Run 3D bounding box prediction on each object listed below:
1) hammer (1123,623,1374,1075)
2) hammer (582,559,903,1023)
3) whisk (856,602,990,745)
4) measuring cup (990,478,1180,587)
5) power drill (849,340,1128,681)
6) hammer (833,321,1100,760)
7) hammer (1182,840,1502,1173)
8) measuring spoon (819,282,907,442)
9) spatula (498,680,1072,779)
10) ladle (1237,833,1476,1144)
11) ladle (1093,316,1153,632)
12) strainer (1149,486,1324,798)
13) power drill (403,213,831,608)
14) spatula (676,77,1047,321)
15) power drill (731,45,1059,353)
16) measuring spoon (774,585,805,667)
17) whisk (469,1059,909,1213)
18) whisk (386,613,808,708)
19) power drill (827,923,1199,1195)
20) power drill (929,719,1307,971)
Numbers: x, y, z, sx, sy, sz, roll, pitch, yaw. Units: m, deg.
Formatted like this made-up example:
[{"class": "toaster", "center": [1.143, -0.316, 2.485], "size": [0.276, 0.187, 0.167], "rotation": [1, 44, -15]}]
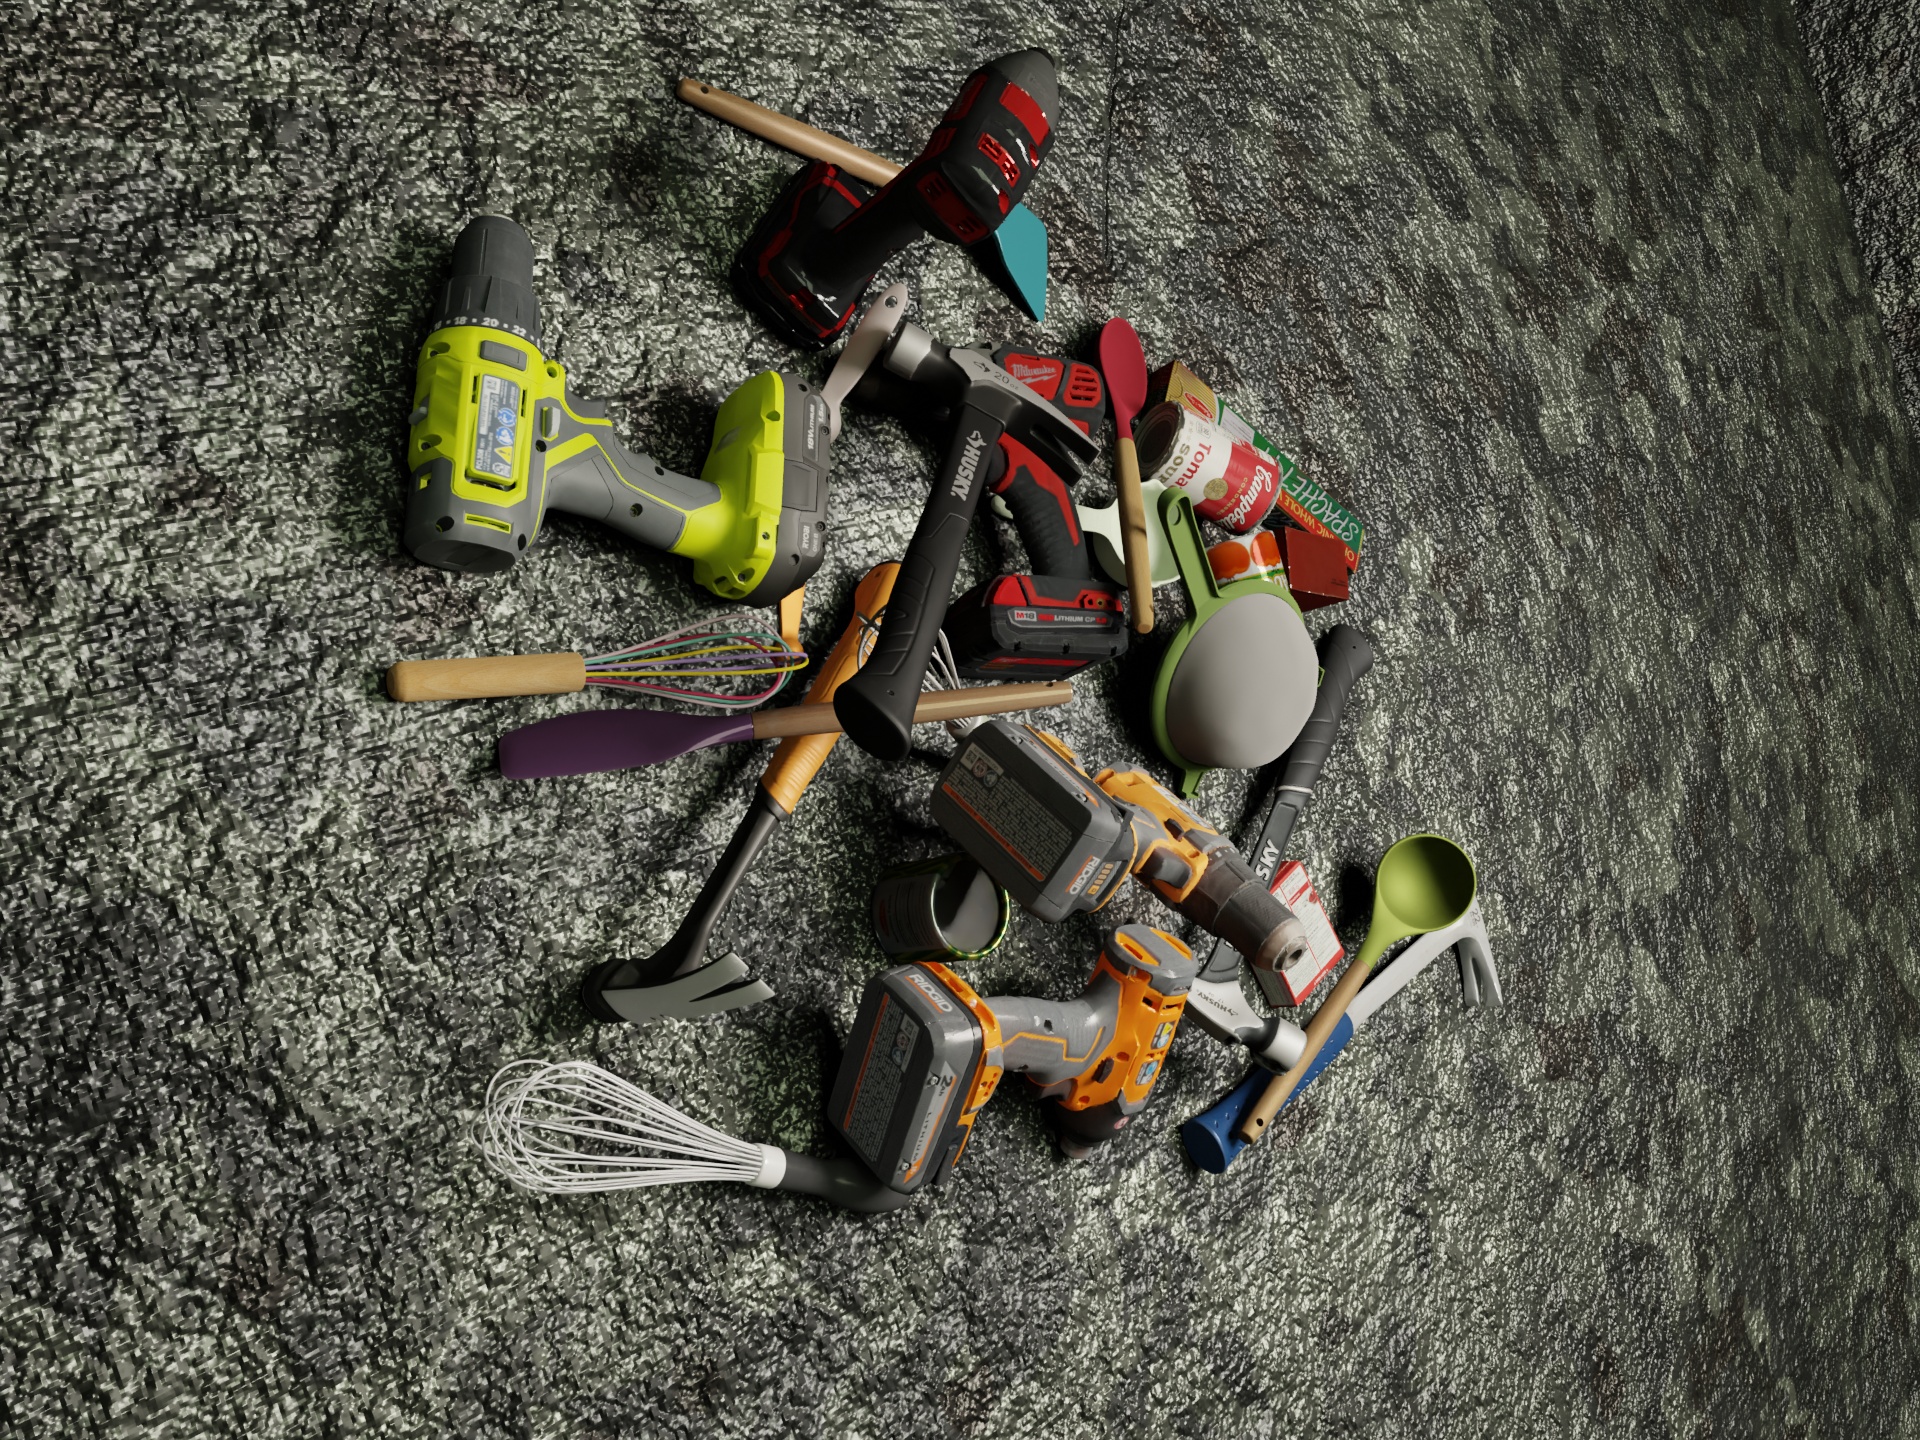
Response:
[{"class": "hammer", "center": [0.242, 0.067, 1.209], "size": [0.149, 0.036, 0.409], "rotation": [32, 52, -1]}, {"class": "hammer", "center": [-0.092, 0.025, 0.907], "size": [0.034, 0.127, 0.337], "rotation": [49, 47, -27]}, {"class": "whisk", "center": [-0.002, -0.003, 0.976], "size": [0.059, 0.058, 0.246], "rotation": [-55, 145, -9]}, {"class": "measuring cup", "center": [0.092, -0.139, 1.154], "size": [0.167, 0.038, 0.083], "rotation": [8, 77, -22]}, {"class": "power drill", "center": [0.018, -0.146, 1.054], "size": [0.187, 0.080, 0.227], "rotation": [2, 76, -30]}, {"class": "hammer", "center": [-0.007, -0.102, 0.906], "size": [0.146, 0.035, 0.335], "rotation": [27, 44, -12]}, {"class": "hammer", "center": [0.308, 0.237, 1.245], "size": [0.405, 0.035, 0.144], "rotation": [-27, 97, -41]}, {"class": "measuring spoon", "center": [-0.069, -0.227, 1.004], "size": [0.034, 0.018, 0.124], "rotation": [31, 84, 5]}, {"class": "spatula", "center": [-0.090, -0.001, 0.871], "size": [0.316, 0.060, 0.018], "rotation": [-6, 124, -14]}, {"class": "ladle", "center": [0.294, 0.196, 1.187], "size": [0.078, 0.062, 0.320], "rotation": [44, 53, 4]}, {"class": "ladle", "center": [0.118, -0.177, 1.120], "size": [0.069, 0.031, 0.316], "rotation": [45, 32, -38]}, {"class": "strainer", "center": [0.195, -0.055, 1.109], "size": [0.151, 0.069, 0.256], "rotation": [-41, 134, -14]}, {"class": "power drill", "center": [-0.189, -0.163, 0.884], "size": [0.228, 0.080, 0.191], "rotation": [12, 73, -36]}, {"class": "spatula", "center": [-0.052, -0.364, 1.085], "size": [0.317, 0.044, 0.082], "rotation": [13, 72, -33]}, {"class": "power drill", "center": [-0.031, -0.319, 0.958], "size": [0.078, 0.220, 0.143], "rotation": [42, 56, -27]}, {"class": "measuring spoon", "center": [-0.101, -0.089, 0.983], "size": [0.021, 0.011, 0.117], "rotation": [14, 71, -38]}, {"class": "whisk", "center": [-0.131, 0.234, 0.855], "size": [0.284, 0.070, 0.070], "rotation": [25, 65, -39]}, {"class": "whisk", "center": [-0.192, -0.028, 0.877], "size": [0.245, 0.051, 0.047], "rotation": [-5, 49, -37]}, {"class": "power drill", "center": [0.036, 0.214, 0.965], "size": [0.226, 0.084, 0.164], "rotation": [-1, 117, -40]}, {"class": "power drill", "center": [0.108, 0.086, 0.993], "size": [0.226, 0.186, 0.084], "rotation": [16, 111, -53]}]
